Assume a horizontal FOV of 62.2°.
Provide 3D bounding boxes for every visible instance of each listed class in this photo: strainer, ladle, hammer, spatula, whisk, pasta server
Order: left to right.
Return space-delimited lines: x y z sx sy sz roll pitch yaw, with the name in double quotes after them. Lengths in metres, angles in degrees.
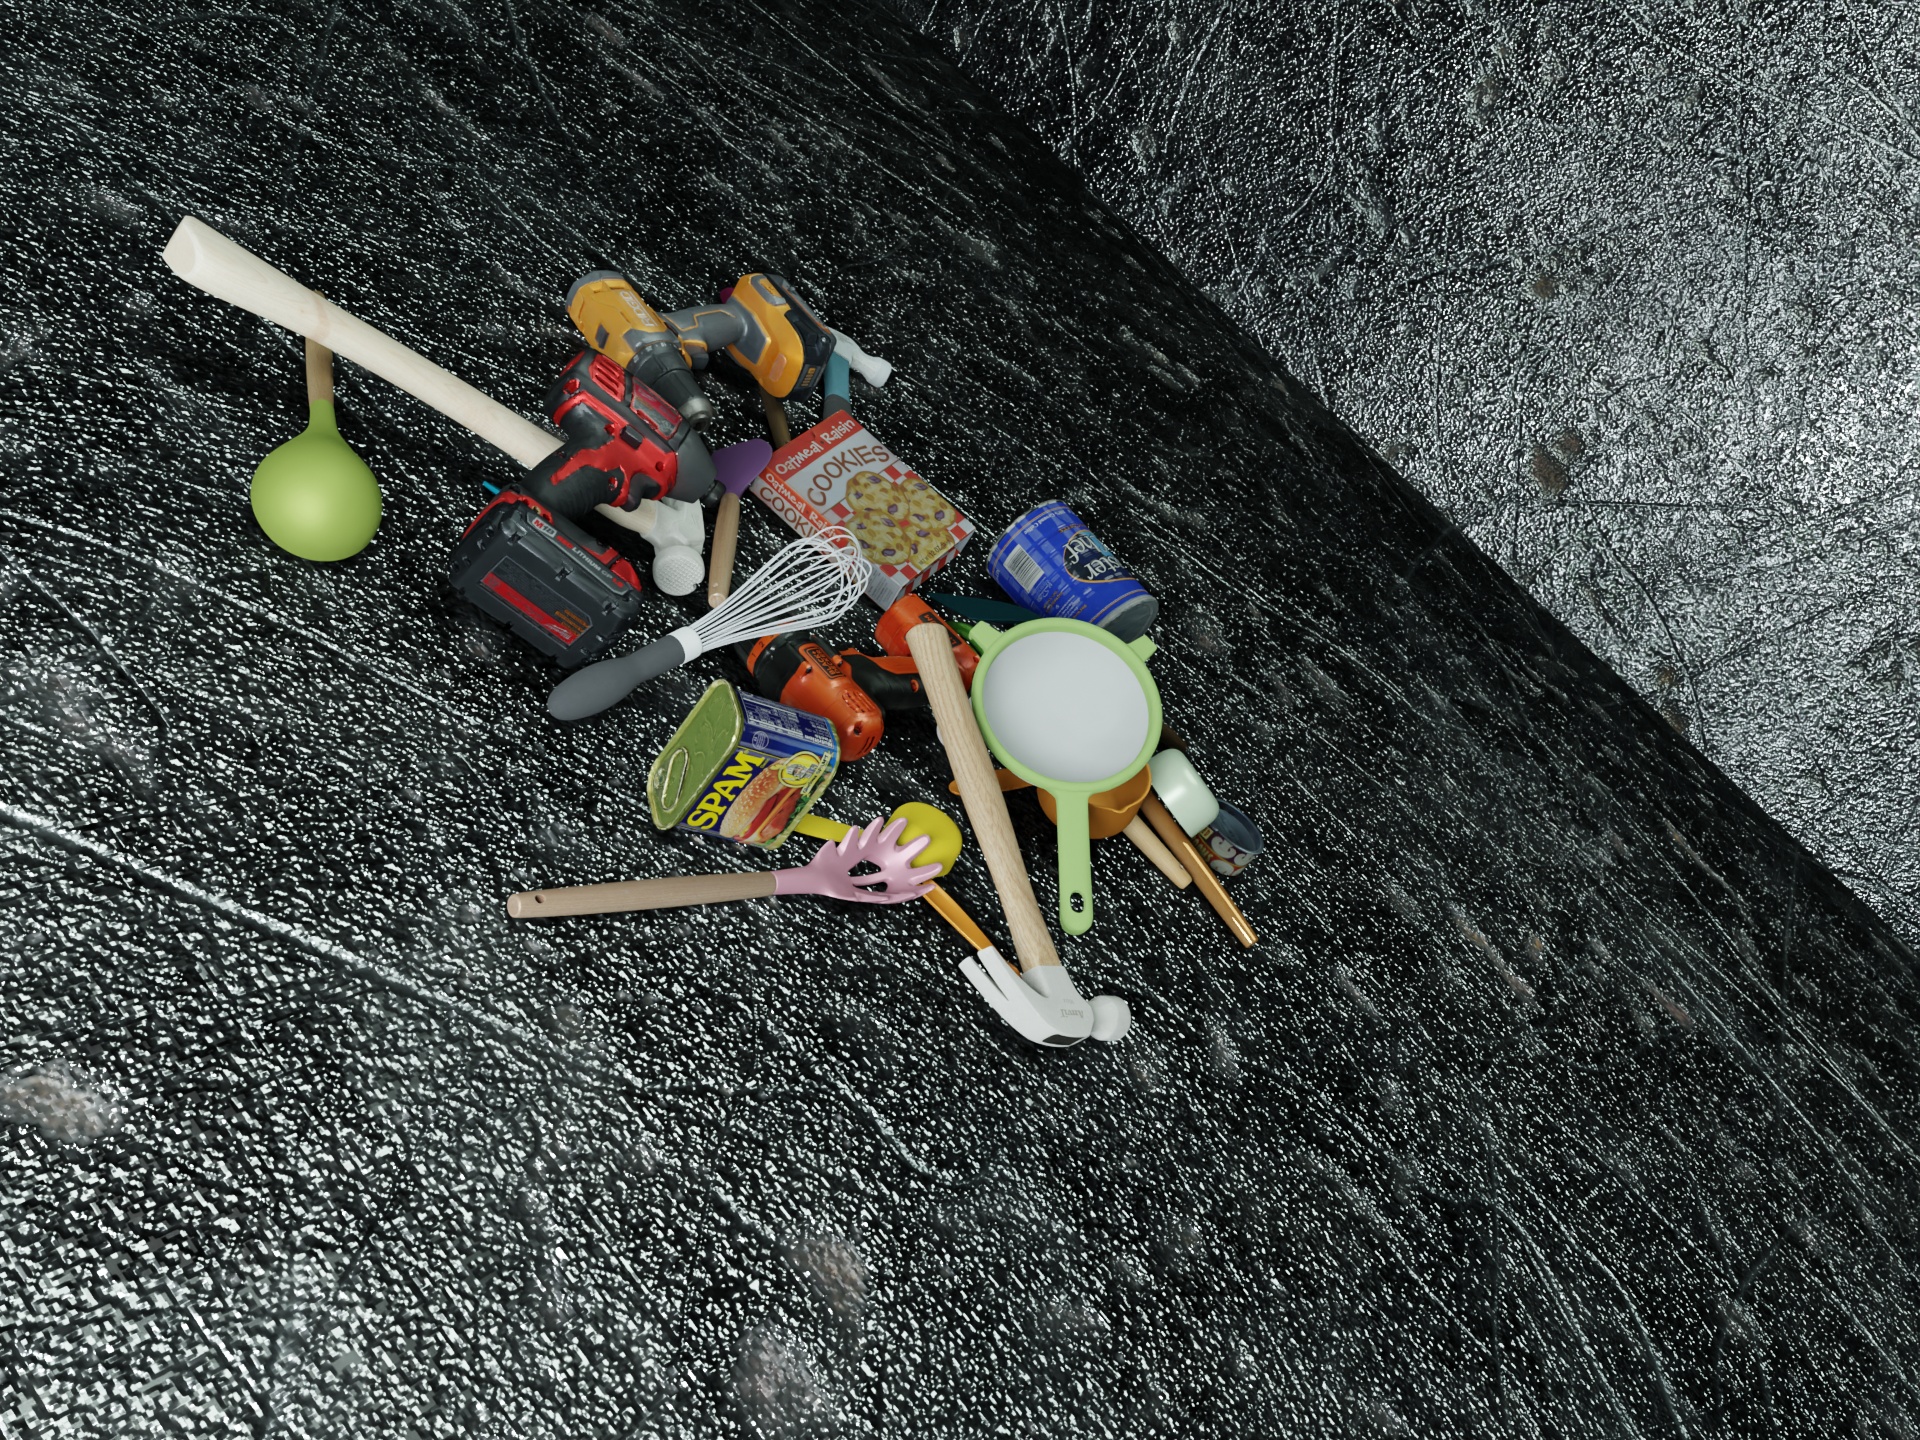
-0.439 -0.214 1.084 0.078 0.062 0.321 13 30 -31 "ladle"
-0.358 -0.233 1.141 0.410 0.038 0.146 31 27 -33 "hammer"
-0.167 -0.063 1.099 0.070 0.070 0.284 46 49 13 "whisk"
-0.183 -0.166 1.273 0.316 0.060 0.018 -97 170 -59 "spatula"
-0.134 0.099 0.981 0.316 0.040 0.060 1 57 -48 "pasta server"
-0.122 -0.311 1.597 0.128 0.033 0.331 27 31 -24 "hammer"
0.020 0.073 1.130 0.130 0.031 0.332 12 51 -47 "hammer"
0.078 0.047 1.223 0.151 0.069 0.257 4 65 -11 "strainer"
0.103 -0.040 1.432 0.317 0.044 0.082 36 -2 -35 "spatula"
0.150 0.067 1.382 0.081 0.041 0.323 -6 56 -55 "spatula"

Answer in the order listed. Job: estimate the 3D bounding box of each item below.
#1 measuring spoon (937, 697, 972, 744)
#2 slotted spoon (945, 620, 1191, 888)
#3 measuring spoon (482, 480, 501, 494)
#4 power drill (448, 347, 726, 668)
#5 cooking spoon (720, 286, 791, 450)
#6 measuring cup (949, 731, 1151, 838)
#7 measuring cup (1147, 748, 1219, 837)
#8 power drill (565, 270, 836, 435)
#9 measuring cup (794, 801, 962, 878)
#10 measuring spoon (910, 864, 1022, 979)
-0.002 -0.004 1.317 0.034 0.018 0.124 23 24 -6 "measuring spoon"
0.086 0.024 1.358 0.314 0.031 0.070 47 27 9 "slotted spoon"
-0.298 -0.132 1.150 0.128 0.021 0.042 34 3 8 "measuring spoon"
-0.246 -0.149 1.096 0.143 0.078 0.220 38 42 -22 "power drill"
-0.196 -0.348 1.580 0.068 0.017 0.319 18 34 -30 "cooking spoon"
0.067 0.058 1.279 0.173 0.052 0.095 -7 50 -21 "measuring cup"
0.187 0.043 1.406 0.083 0.038 0.168 52 9 -20 "measuring cup"
-0.221 -0.333 1.449 0.226 0.084 0.185 -15 58 -45 "power drill"
-0.065 0.071 1.108 0.156 0.029 0.062 16 29 -34 "measuring cup"
-0.001 0.143 1.106 0.117 0.011 0.021 45 28 18 "measuring spoon"
